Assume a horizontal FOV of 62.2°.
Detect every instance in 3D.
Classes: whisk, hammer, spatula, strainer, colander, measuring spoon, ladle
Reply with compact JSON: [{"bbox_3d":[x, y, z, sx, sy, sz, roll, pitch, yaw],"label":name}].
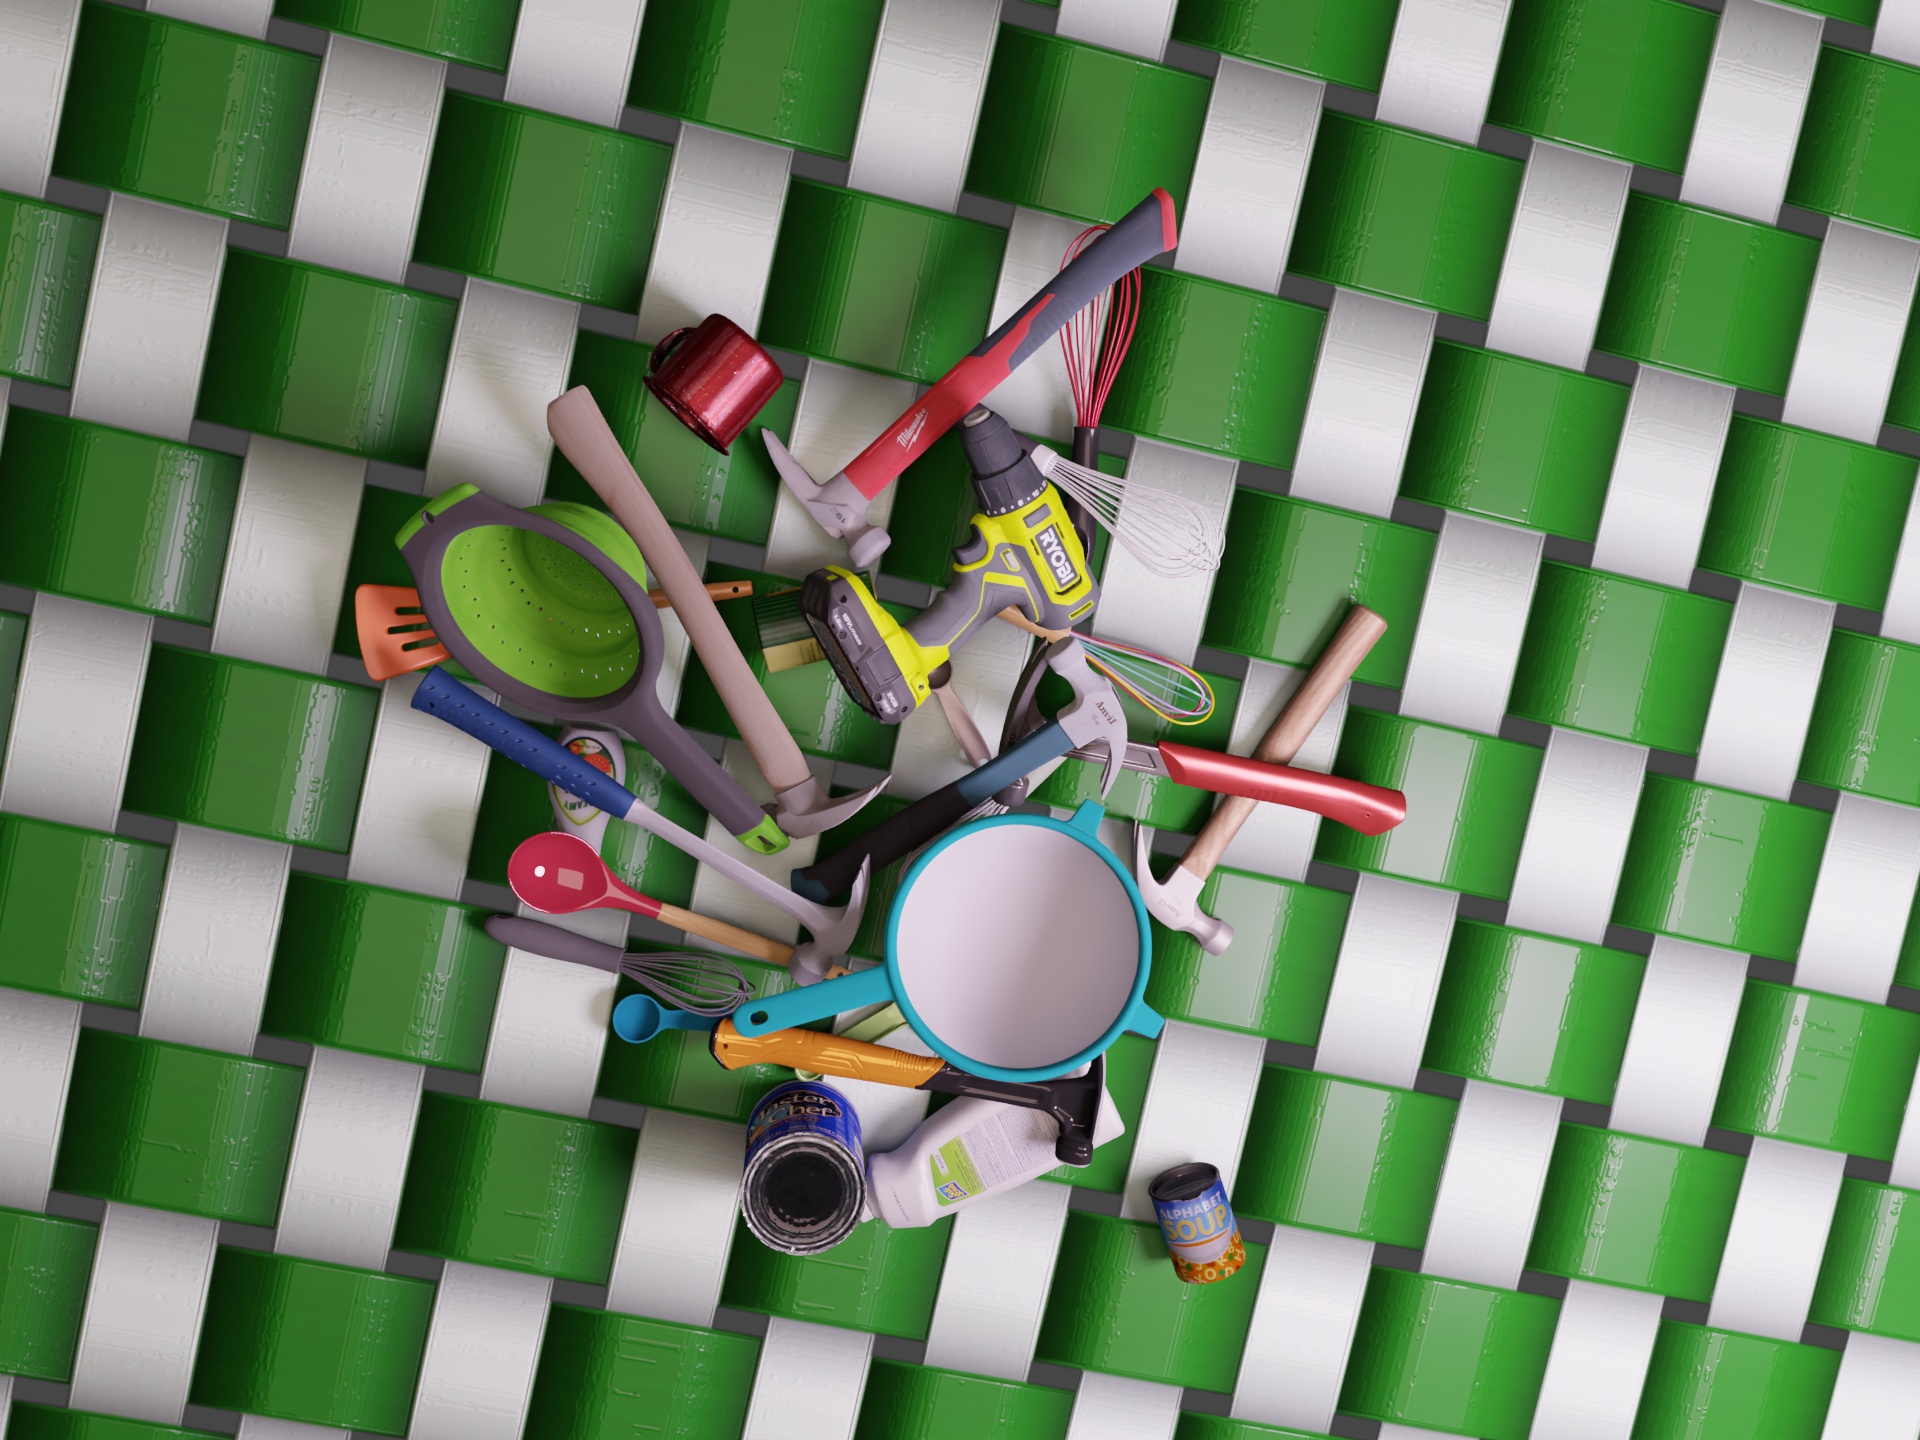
[{"bbox_3d":[0.111,-0.061,1.380,0.245,0.051,0.047,26,98,-4],"label":"whisk"},{"bbox_3d":[-0.008,0.066,1.313,0.331,0.033,0.128,-33,110,16],"label":"hammer"},{"bbox_3d":[-0.046,0.288,1.344,0.337,0.034,0.127,9,102,5],"label":"hammer"},{"bbox_3d":[0.212,0.034,1.349,0.359,0.037,0.149,11,115,-11],"label":"hammer"},{"bbox_3d":[0.109,-0.269,1.356,0.073,0.073,0.295,3,101,-6],"label":"whisk"},{"bbox_3d":[-0.336,-0.092,1.336,0.322,0.041,0.081,-7,94,-6],"label":"spatula"},{"bbox_3d":[-0.030,0.248,1.377,0.256,0.069,0.151,-29,97,-4],"label":"strainer"},{"bbox_3d":[0.267,0.039,1.407,0.130,0.031,0.331,35,90,-7],"label":"hammer"},{"bbox_3d":[-0.292,0.204,1.364,0.239,0.055,0.055,16,93,-1],"label":"whisk"},{"bbox_3d":[-0.266,-0.049,1.290,0.204,0.095,0.396,-25,117,36],"label":"colander"},{"bbox_3d":[0.095,-0.201,1.325,0.285,0.070,0.070,33,91,17],"label":"whisk"},{"bbox_3d":[0.014,-0.304,1.306,0.386,0.038,0.143,-41,86,11],"label":"hammer"},{"bbox_3d":[-0.208,-0.089,1.300,0.146,0.038,0.410,-23,101,38],"label":"hammer"},{"bbox_3d":[-0.257,0.073,1.296,0.405,0.035,0.144,32,127,-6],"label":"hammer"},{"bbox_3d":[-0.015,0.198,1.296,0.340,0.095,0.211,-16,86,3],"label":"strainer"},{"bbox_3d":[-0.002,-0.004,1.384,0.034,0.018,0.124,-28,96,4],"label":"measuring spoon"},{"bbox_3d":[-0.231,0.169,1.349,0.315,0.031,0.069,23,90,-18],"label":"ladle"},{"bbox_3d":[0.038,0.067,1.384,0.246,0.059,0.057,-44,134,-4],"label":"whisk"},{"bbox_3d":[-0.239,0.260,1.389,0.128,0.021,0.042,4,87,-15],"label":"measuring spoon"}]

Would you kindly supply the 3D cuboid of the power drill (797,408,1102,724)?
[{"bbox_3d":[-0.012,-0.122,1.285,0.228,0.080,0.190,-35,116,-13],"label":"power drill"}]
